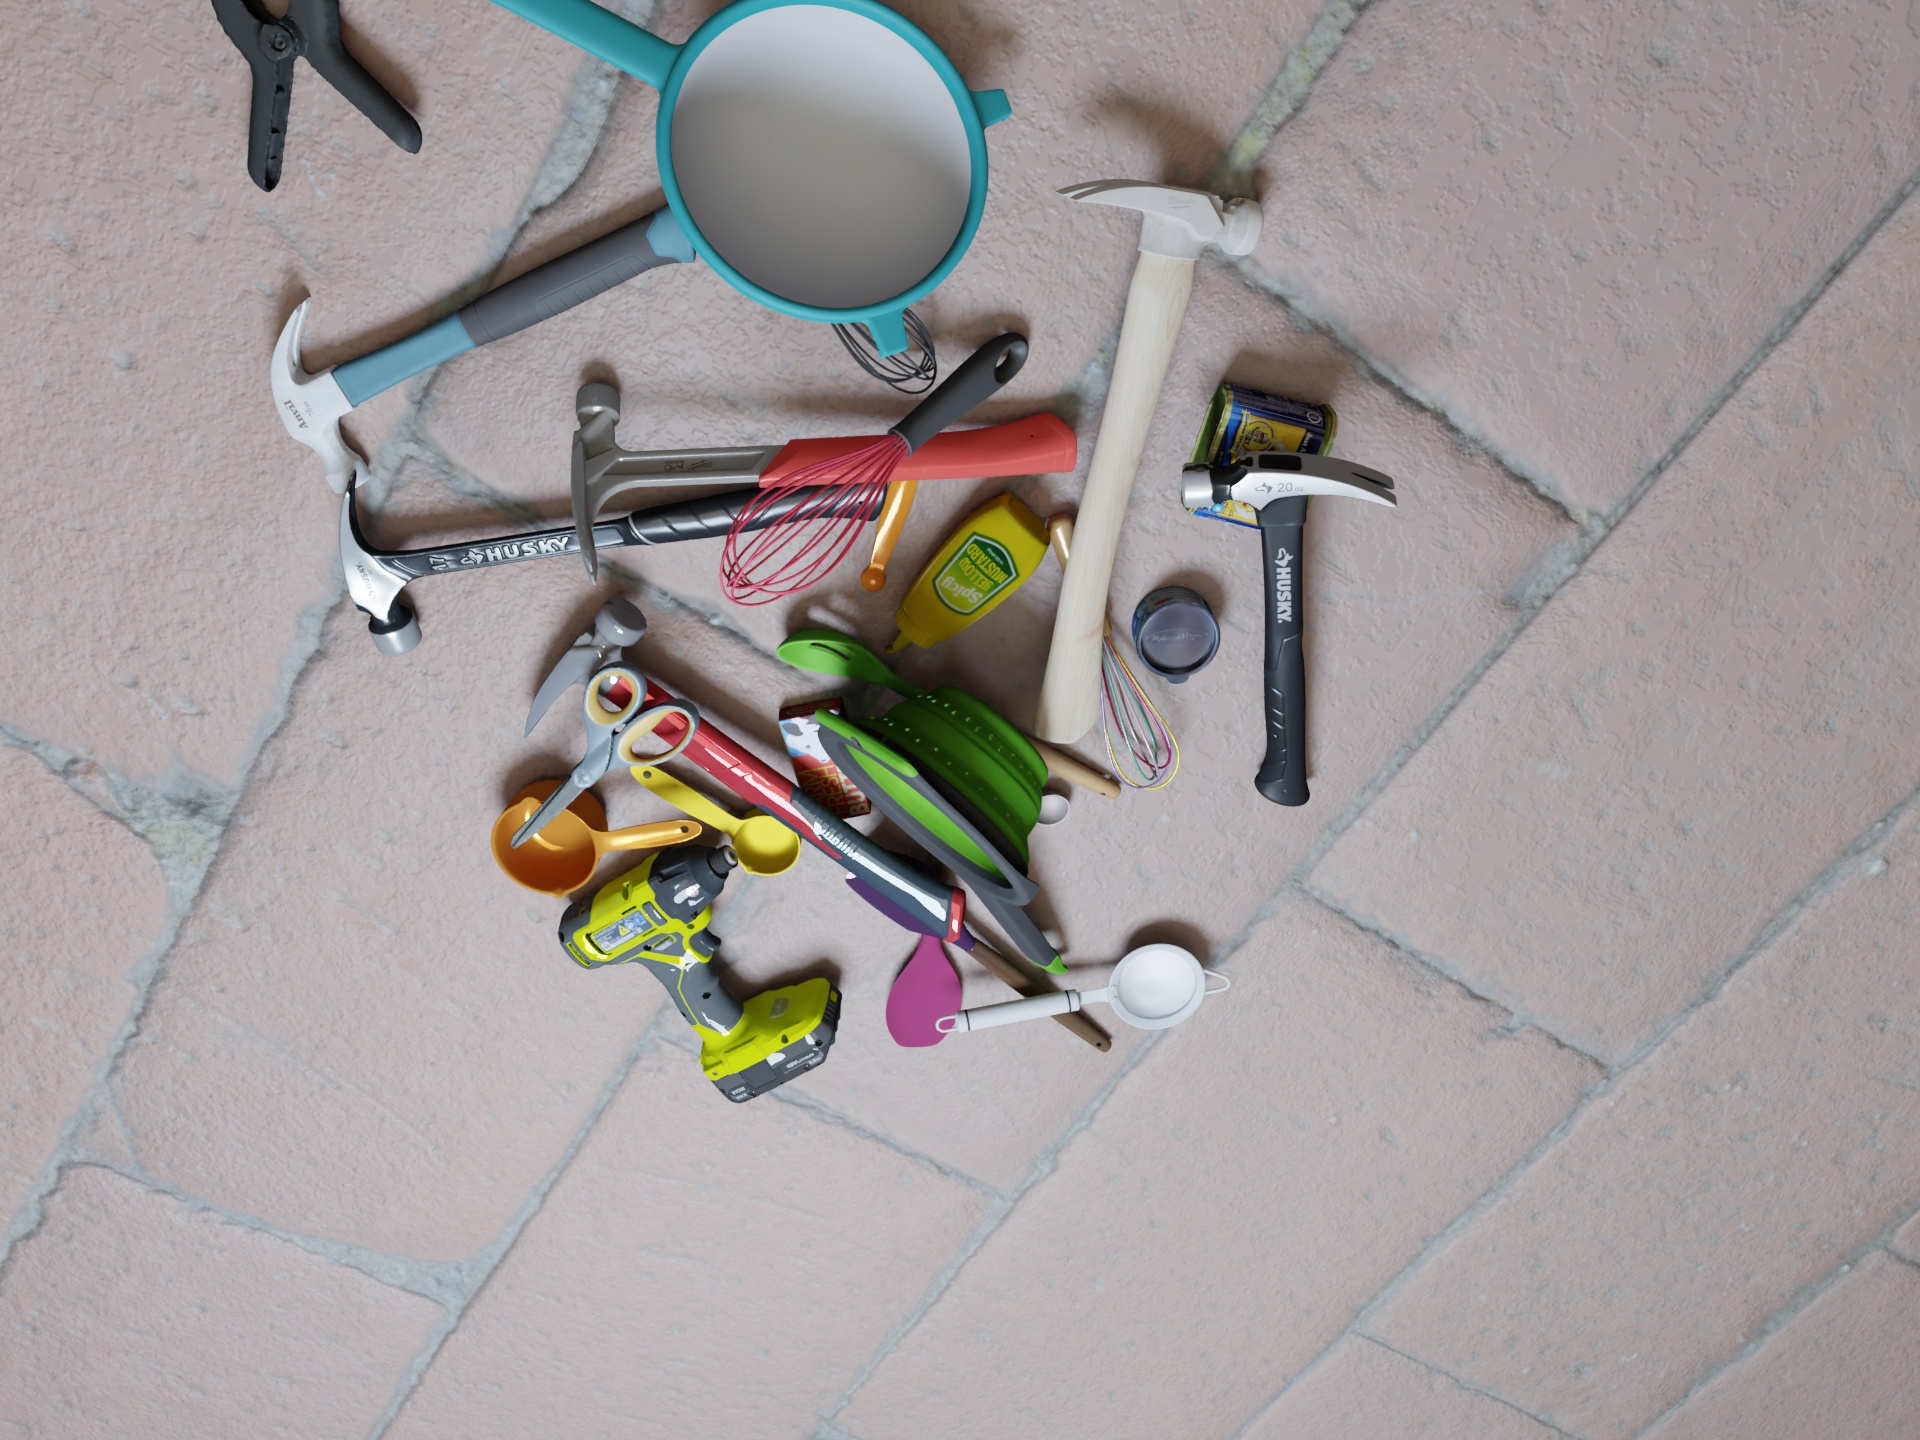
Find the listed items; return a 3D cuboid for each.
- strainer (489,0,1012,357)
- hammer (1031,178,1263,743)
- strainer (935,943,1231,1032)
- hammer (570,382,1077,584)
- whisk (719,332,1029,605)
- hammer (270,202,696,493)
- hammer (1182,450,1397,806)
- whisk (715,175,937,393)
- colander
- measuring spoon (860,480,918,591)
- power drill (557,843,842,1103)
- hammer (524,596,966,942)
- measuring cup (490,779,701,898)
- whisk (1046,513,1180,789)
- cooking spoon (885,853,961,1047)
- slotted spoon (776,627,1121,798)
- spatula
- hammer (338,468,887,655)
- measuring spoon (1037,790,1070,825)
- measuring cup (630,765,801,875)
[{"bbox_3d":[-0.151,-0.378,1.015,0.340,0.095,0.211,25,82,-13],"label":"strainer"},{"bbox_3d":[0.100,-0.173,1.141,0.146,0.038,0.410,0,116,-25],"label":"hammer"},{"bbox_3d":[0.105,0.240,1.388,0.258,0.050,0.086,-10,112,-7],"label":"strainer"},{"bbox_3d":[-0.094,-0.177,1.136,0.359,0.149,0.036,-3,158,-7],"label":"hammer"},{"bbox_3d":[-0.055,-0.178,1.090,0.296,0.073,0.073,-43,118,-21],"label":"whisk"},{"bbox_3d":[-0.331,-0.278,1.110,0.331,0.033,0.128,-22,118,9],"label":"hammer"},{"bbox_3d":[0.252,-0.059,1.212,0.146,0.035,0.334,-2,132,11],"label":"hammer"},{"bbox_3d":[-0.109,-0.310,1.096,0.238,0.055,0.055,38,111,-15],"label":"whisk"},{"bbox_3d":[0.029,0.084,1.259,0.094,0.205,0.396,-50,140,-13],"label":"colander"},{"bbox_3d":[-0.052,-0.148,1.204,0.021,0.011,0.116,15,117,-10],"label":"measuring spoon"},{"bbox_3d":[-0.207,0.209,1.350,0.171,0.080,0.223,-29,114,21],"label":"power drill"},{"bbox_3d":[-0.159,0.067,1.268,0.386,0.038,0.143,37,119,-14],"label":"hammer"},{"bbox_3d":[-0.290,0.086,1.291,0.173,0.052,0.095,-7,116,6],"label":"measuring cup"},{"bbox_3d":[0.120,-0.051,1.249,0.047,0.051,0.244,-3,119,39],"label":"whisk"},{"bbox_3d":[-0.022,0.156,1.367,0.068,0.017,0.318,0,119,-12],"label":"cooking spoon"},{"bbox_3d":[-0.002,-0.004,1.273,0.313,0.031,0.070,26,154,-19],"label":"slotted spoon"},{"bbox_3d":[0.028,0.206,1.383,0.060,0.018,0.315,-42,117,14],"label":"spatula"},{"bbox_3d":[-0.255,-0.144,1.175,0.409,0.036,0.149,-9,132,0],"label":"hammer"},{"bbox_3d":[0.033,0.057,1.310,0.124,0.018,0.034,18,122,-18],"label":"measuring spoon"},{"bbox_3d":[-0.201,0.072,1.313,0.156,0.029,0.062,32,112,-10],"label":"measuring cup"}]
